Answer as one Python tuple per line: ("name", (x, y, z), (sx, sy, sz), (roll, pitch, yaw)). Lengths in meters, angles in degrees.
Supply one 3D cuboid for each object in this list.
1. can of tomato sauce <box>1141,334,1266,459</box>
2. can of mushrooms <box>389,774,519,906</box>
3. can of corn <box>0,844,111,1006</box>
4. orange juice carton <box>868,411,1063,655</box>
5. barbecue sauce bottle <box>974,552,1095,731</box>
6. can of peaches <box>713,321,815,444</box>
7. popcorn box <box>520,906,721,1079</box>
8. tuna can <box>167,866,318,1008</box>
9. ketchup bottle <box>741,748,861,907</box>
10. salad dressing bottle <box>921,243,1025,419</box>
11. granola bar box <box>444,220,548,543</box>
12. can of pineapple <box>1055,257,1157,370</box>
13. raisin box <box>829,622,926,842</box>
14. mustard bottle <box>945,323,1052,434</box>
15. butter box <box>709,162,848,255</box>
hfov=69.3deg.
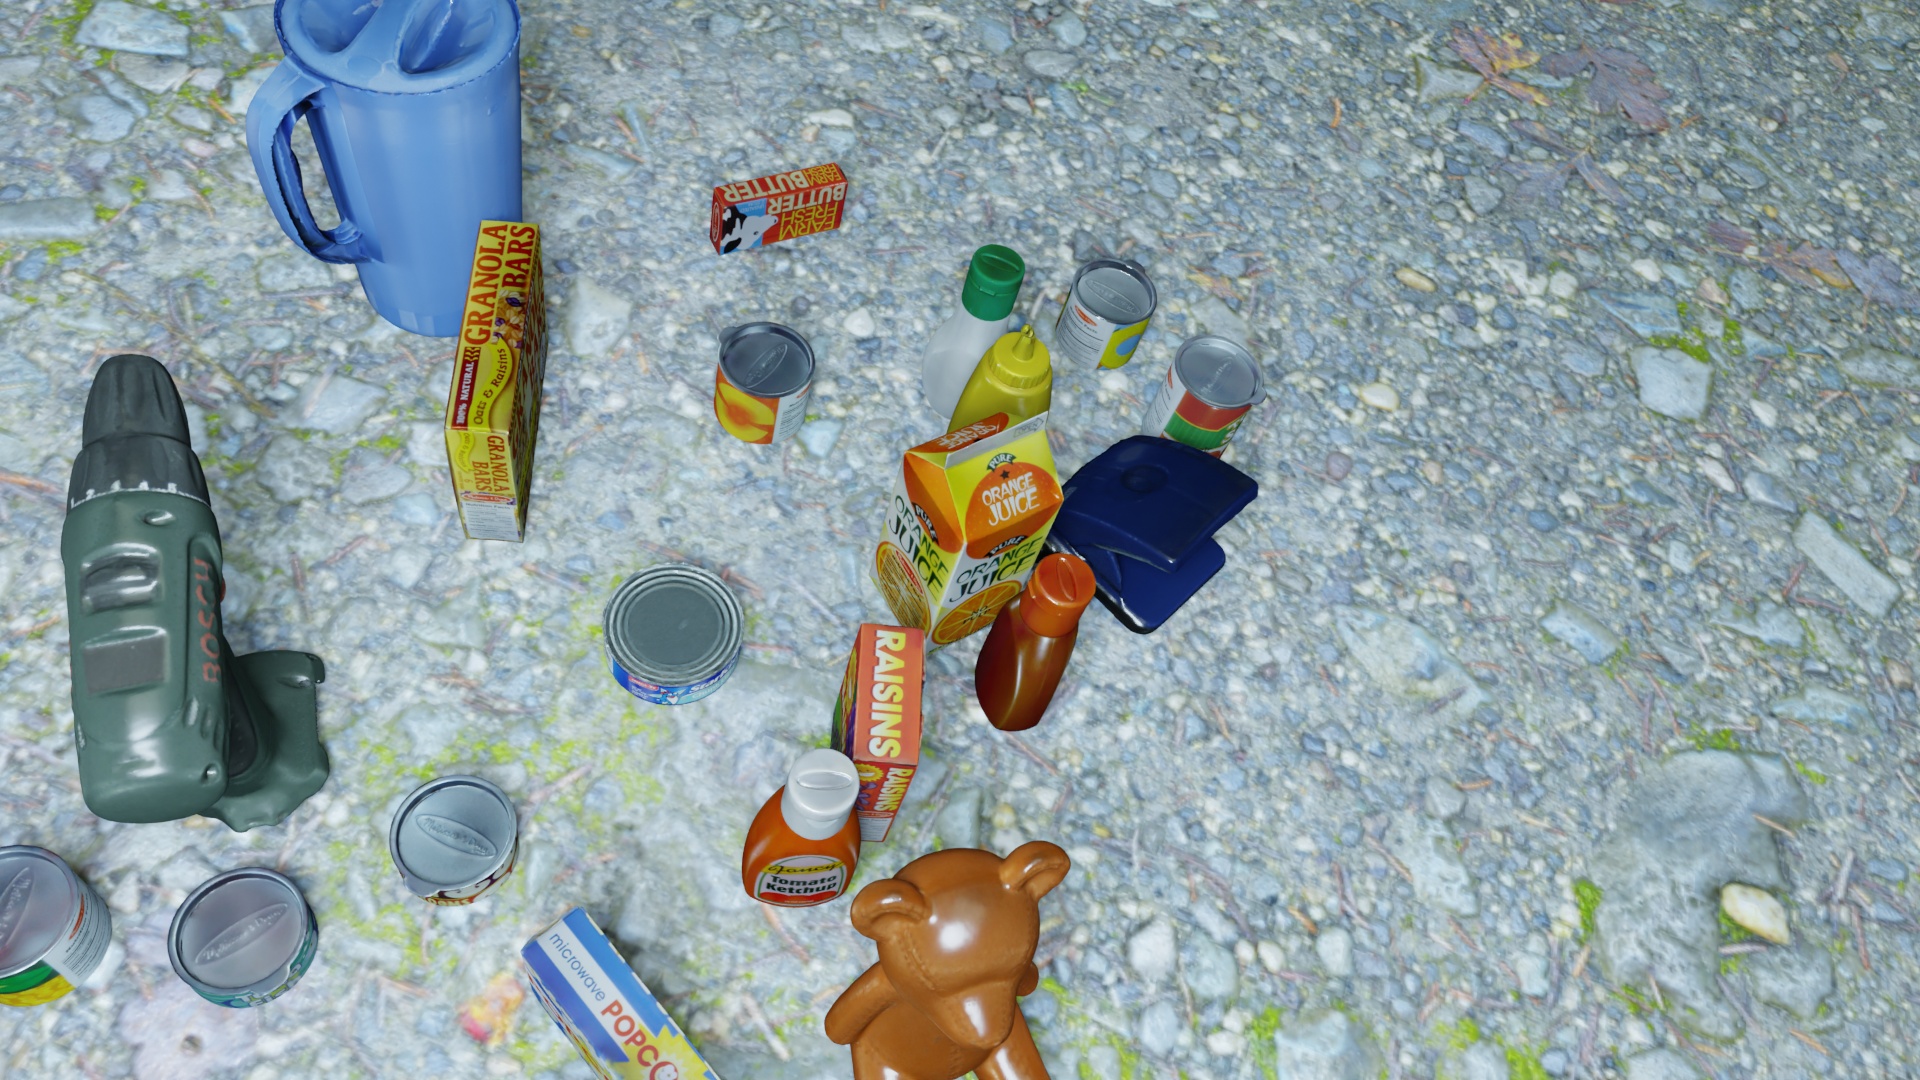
("can of tomato sauce", (0.178, -0.098, 1.019), (0.071, 0.082, 0.071), (6, 57, -10))
("can of mushrooms", (-0.281, 0.169, 0.770), (0.071, 0.033, 0.071), (6, 57, -10))
("can of corn", (-0.472, 0.193, 0.694), (0.071, 0.058, 0.071), (6, 57, -10))
("orange juice carton", (0.003, -0.011, 0.856), (0.072, 0.191, 0.073), (-23, 66, -25))
("barbecue sauce bottle", (0.045, 0.060, 0.847), (0.044, 0.147, 0.065), (-3, 59, -15))
("can of peaches", (-0.139, -0.110, 0.966), (0.071, 0.057, 0.071), (6, 57, -10))
("popcorn box", (-0.171, 0.255, 0.710), (0.038, 0.084, 0.127), (-36, 72, -29))
("tuna can", (-0.371, 0.209, 0.723), (0.071, 0.032, 0.071), (6, 57, -10))
("ketchup bottle", (-0.083, 0.157, 0.755), (0.065, 0.148, 0.044), (2, 58, -12))
("salad dressing bottle", (0.011, -0.143, 0.969), (0.064, 0.147, 0.044), (23, 56, 1))
("granola bar box", (-0.293, -0.100, 0.883), (0.039, 0.123, 0.166), (3, 58, -11))
("can of pineapple", (0.112, -0.174, 1.067), (0.071, 0.057, 0.071), (6, 57, -10))
("raisin box", (-0.050, 0.114, 0.806), (0.040, 0.122, 0.086), (8, 57, -9))
("mustard bottle", (0.032, -0.094, 0.935), (0.065, 0.159, 0.049), (25, 56, 3))
("butter box", (-0.139, -0.253, 1.060), (0.104, 0.052, 0.024), (-19, 65, -23))
